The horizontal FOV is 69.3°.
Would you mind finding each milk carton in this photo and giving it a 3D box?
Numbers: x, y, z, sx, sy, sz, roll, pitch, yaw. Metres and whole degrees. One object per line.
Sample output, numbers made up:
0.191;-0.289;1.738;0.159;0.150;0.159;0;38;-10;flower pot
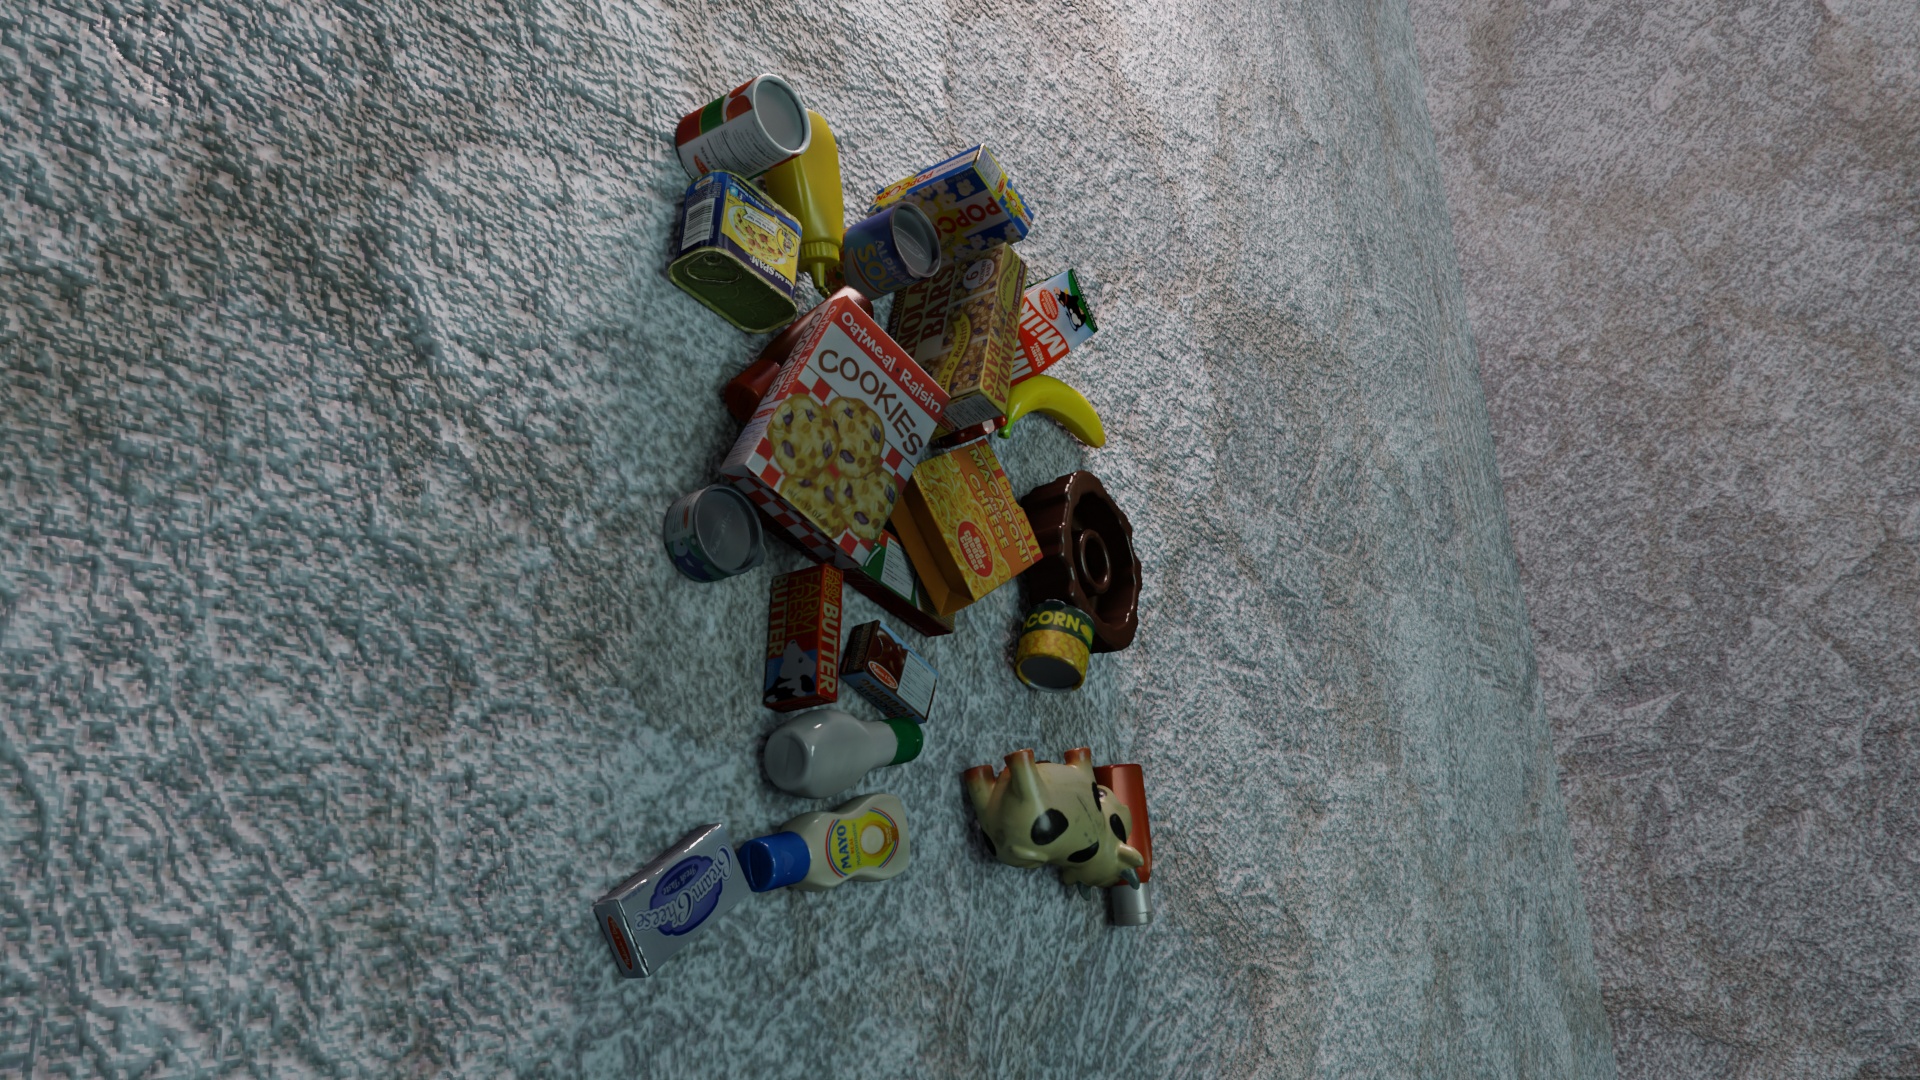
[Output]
0.055;-0.199;1.345;0.191;0.073;0.072;-42;111;-52;milk carton

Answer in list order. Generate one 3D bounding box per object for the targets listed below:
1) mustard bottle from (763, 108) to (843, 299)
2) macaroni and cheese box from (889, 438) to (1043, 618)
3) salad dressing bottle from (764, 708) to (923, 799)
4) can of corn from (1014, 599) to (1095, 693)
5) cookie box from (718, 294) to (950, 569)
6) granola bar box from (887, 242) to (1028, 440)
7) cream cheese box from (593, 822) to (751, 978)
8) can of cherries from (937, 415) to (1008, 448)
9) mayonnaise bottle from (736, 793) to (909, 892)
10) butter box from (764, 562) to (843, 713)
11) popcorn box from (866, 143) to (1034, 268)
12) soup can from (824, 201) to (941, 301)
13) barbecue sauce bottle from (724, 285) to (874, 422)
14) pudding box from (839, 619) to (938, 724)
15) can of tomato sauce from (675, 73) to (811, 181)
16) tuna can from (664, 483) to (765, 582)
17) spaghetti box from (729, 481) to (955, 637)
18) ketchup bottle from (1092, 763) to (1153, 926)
-0.127;-0.274;1.142;0.065;0.048;0.160;3;75;-54;mustard bottle
0.004;-0.015;1.195;0.123;0.040;0.167;64;27;-1;macaroni and cheese box
-0.083;0.155;1.035;0.148;0.044;0.064;4;96;-58;salad dressing bottle
0.086;0.098;1.274;0.071;0.071;0.058;46;44;-35;can of corn
-0.090;-0.081;1.041;0.122;0.040;0.168;43;58;-29;cookie box
-0.011;-0.167;1.194;0.039;0.124;0.166;40;47;-39;granola bar box
-0.181;0.227;0.886;0.104;0.024;0.053;-31;103;-55;cream cheese box
0.004;-0.120;1.244;0.072;0.071;0.058;-32;104;-55;can of cherries
-0.096;0.221;0.993;0.148;0.041;0.065;2;77;-55;mayonnaise bottle
-0.114;0.071;1.017;0.024;0.053;0.104;29;54;-48;butter box
-0.009;-0.293;1.246;0.085;0.126;0.038;48;45;-33;popcorn box
-0.069;-0.239;1.177;0.071;0.083;0.071;26;57;-47;soup can
-0.126;-0.142;1.084;0.044;0.064;0.149;34;46;9;barbecue sauce bottle
-0.056;0.106;1.106;0.083;0.030;0.050;45;45;-35;pudding box
-0.167;-0.314;1.072;0.071;0.083;0.071;25;58;-48;can of tomato sauce
-0.173;-0.003;0.982;0.071;0.032;0.071;25;57;-47;tuna can
-0.087;0.003;1.103;0.249;0.028;0.050;37;49;-41;spaghetti box
0.156;0.288;1.317;0.065;0.043;0.149;11;68;-51;ketchup bottle
